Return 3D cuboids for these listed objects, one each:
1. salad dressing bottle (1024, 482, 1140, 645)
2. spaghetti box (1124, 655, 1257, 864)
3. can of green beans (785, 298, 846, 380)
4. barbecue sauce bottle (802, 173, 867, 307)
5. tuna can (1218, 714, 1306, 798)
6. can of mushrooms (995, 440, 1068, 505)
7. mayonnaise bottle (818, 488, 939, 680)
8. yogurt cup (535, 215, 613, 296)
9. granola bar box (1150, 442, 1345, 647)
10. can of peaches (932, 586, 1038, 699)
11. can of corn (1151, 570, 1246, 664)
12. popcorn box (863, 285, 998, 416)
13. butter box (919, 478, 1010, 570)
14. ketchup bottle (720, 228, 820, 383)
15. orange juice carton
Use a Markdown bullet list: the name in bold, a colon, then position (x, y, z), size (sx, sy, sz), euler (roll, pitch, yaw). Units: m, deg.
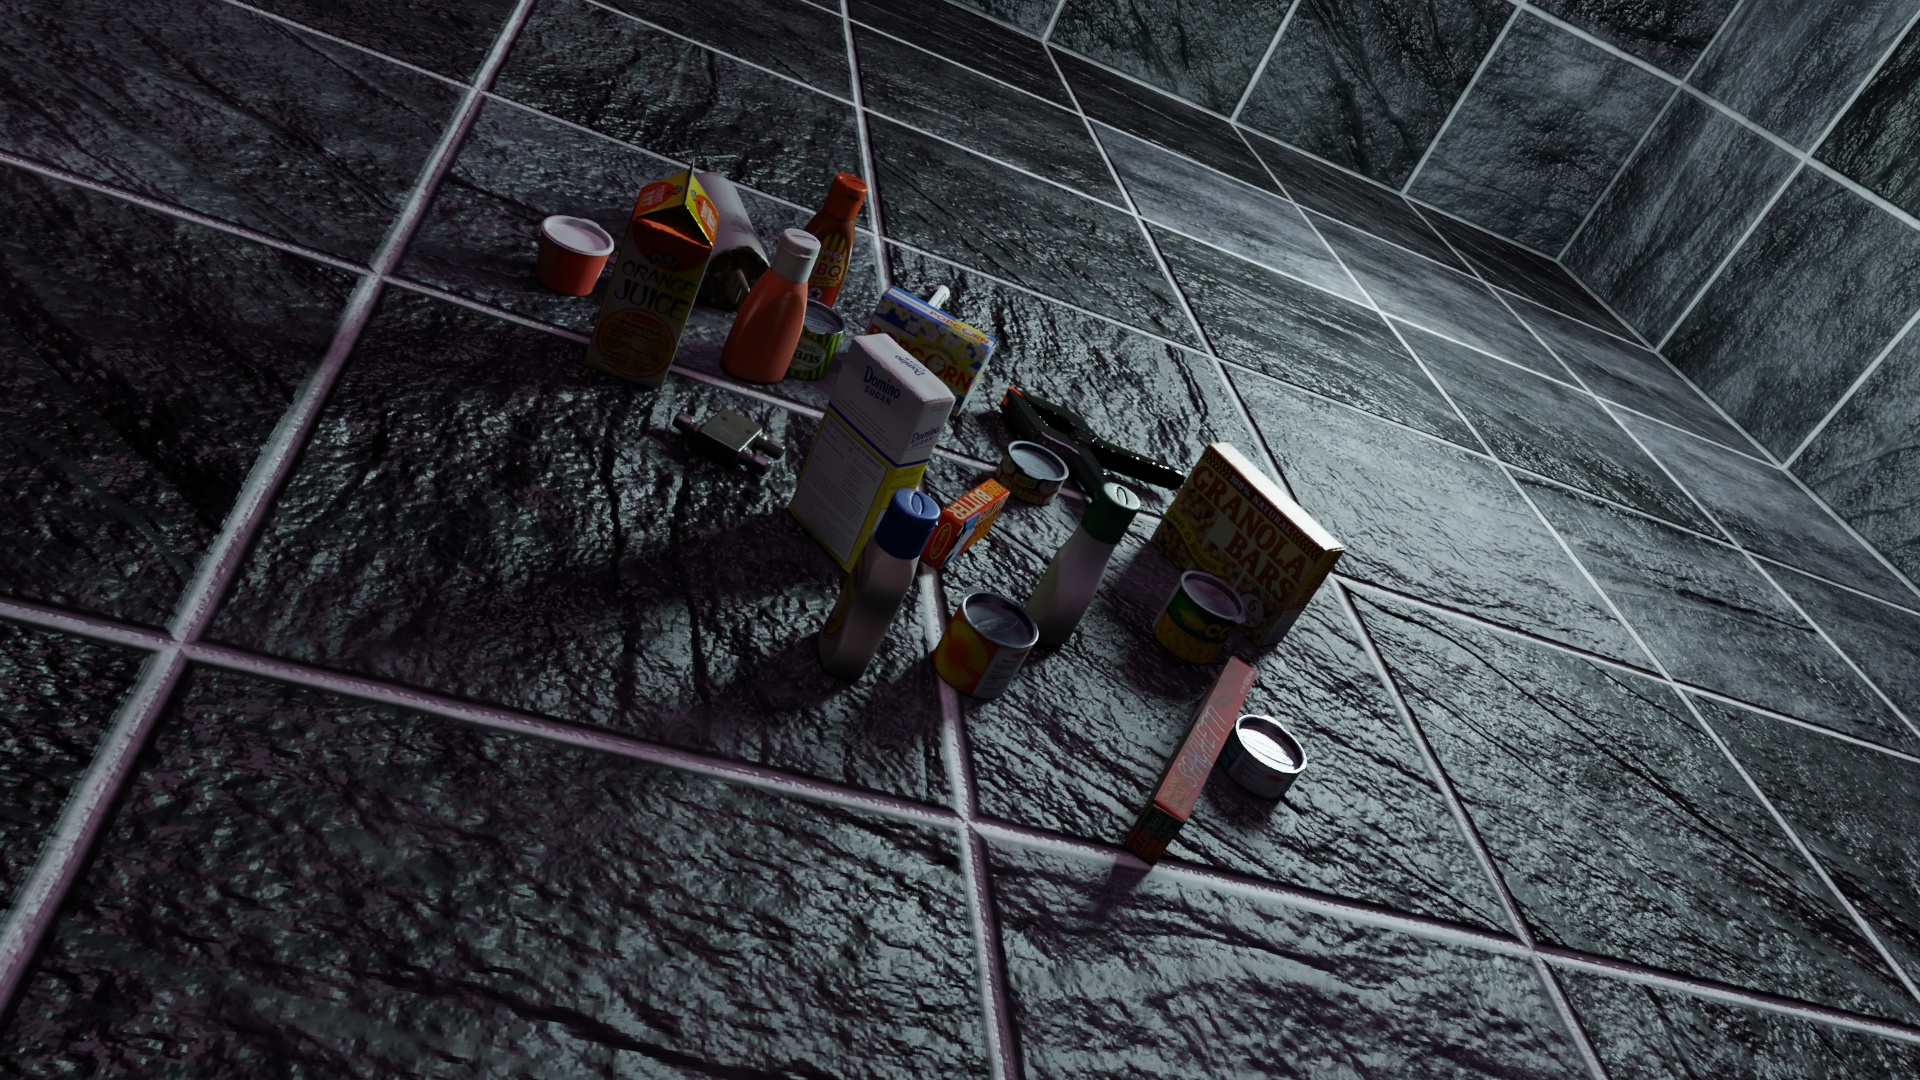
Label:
- **salad dressing bottle**: position (0.100, 0.020, 1.158), size (0.044, 0.147, 0.064), euler (21, 30, -12)
- **spaghetti box**: position (0.185, 0.167, 1.096), size (0.029, 0.050, 0.251), euler (33, 30, 9)
- **can of green beans**: position (-0.155, -0.201, 1.383), size (0.071, 0.057, 0.071), euler (20, 31, -12)
- **barbecue sauce bottle**: position (-0.143, -0.318, 1.483), size (0.065, 0.147, 0.044), euler (10, 34, -28)
- **tuna can**: position (0.249, 0.177, 1.149), size (0.071, 0.032, 0.071), euler (20, 31, -12)
- **can of mushrooms**: position (0.070, -0.066, 1.380), size (0.071, 0.033, 0.071), euler (20, 31, -12)
- **mayonnaise bottle**: position (-0.060, 0.030, 1.013), size (0.041, 0.147, 0.065), euler (18, 31, -16)
- **yogurt cup**: position (-0.370, -0.268, 1.318), size (0.072, 0.053, 0.073), euler (20, 31, -12)
- **granola bar box**: position (0.274, 0.003, 1.347), size (0.039, 0.123, 0.166), euler (-5, 43, -44)
- **can of peaches**: position (0.018, 0.080, 1.088), size (0.071, 0.057, 0.071), euler (20, 31, -12)
- **can of corn**: position (0.217, 0.072, 1.260), size (0.071, 0.058, 0.071), euler (20, 31, -12)
- **popcorn box**: position (-0.037, -0.197, 1.444), size (0.127, 0.084, 0.038), euler (29, 30, 2)
- **butter box**: position (0.004, -0.015, 1.229), size (0.024, 0.053, 0.104), euler (35, 31, 12)
- **ketchup bottle**: position (-0.173, -0.219, 1.306), size (0.065, 0.148, 0.044), euler (4, 37, -35)
- **orange juice carton**: position (-0.264, -0.236, 1.215), size (0.073, 0.191, 0.072), euler (18, 31, -16)
